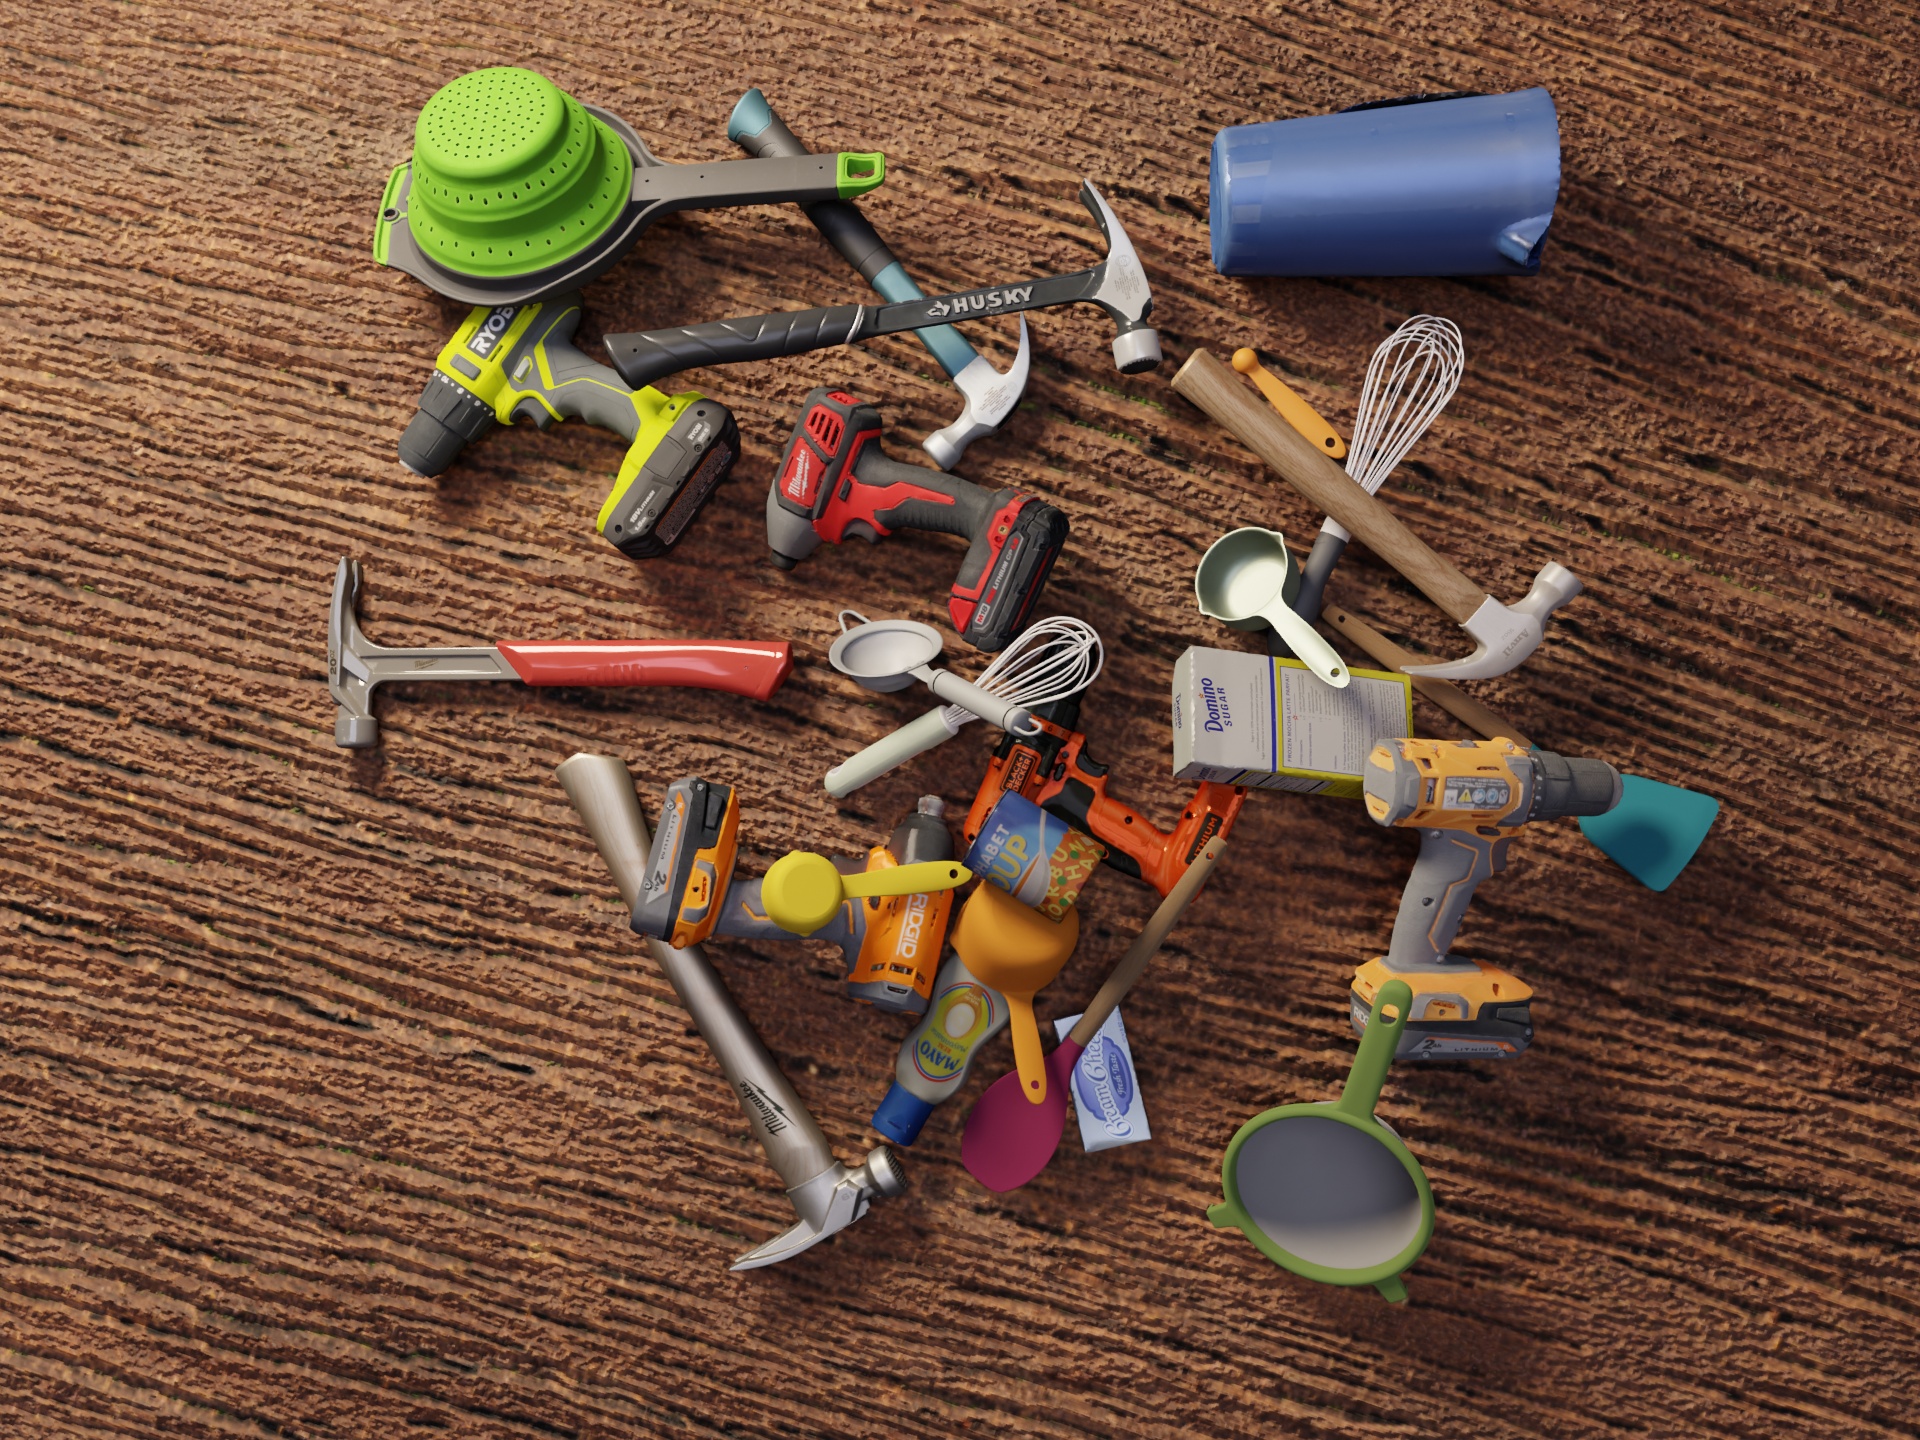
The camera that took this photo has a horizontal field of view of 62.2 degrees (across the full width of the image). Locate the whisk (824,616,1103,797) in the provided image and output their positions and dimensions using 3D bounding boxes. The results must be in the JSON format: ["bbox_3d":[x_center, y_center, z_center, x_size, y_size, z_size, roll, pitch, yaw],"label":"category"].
[{"bbox_3d":[-0.002,-0.004,1.183,0.246,0.058,0.059,-30,104,21],"label":"whisk"}]

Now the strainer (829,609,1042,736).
[{"bbox_3d":[-0.019,-0.027,1.147,0.087,0.259,0.050,-24,118,-25],"label":"strainer"}]

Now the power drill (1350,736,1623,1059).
[{"bbox_3d":[0.376,0.124,1.143,0.185,0.084,0.226,1,100,-11],"label":"power drill"}]

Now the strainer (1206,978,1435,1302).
[{"bbox_3d":[0.280,0.283,1.137,0.151,0.069,0.256,19,116,17],"label":"strainer"}]

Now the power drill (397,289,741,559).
[{"bbox_3d":[-0.304,-0.225,1.224,0.228,0.080,0.190,35,87,7],"label":"power drill"}]

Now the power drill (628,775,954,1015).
[{"bbox_3d":[-0.115,0.113,1.177,0.226,0.084,0.164,16,75,-9],"label":"power drill"}]

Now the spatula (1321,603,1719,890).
[{"bbox_3d":[0.407,0.005,1.192,0.317,0.044,0.082,36,86,5],"label":"spatula"}]

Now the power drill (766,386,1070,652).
[{"bbox_3d":[-0.042,-0.144,1.200,0.220,0.078,0.143,28,108,9],"label":"power drill"}]

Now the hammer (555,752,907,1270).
[{"bbox_3d":[-0.204,0.212,1.212,0.146,0.038,0.411,-31,85,2],"label":"hammer"}]

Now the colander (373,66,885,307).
[{"bbox_3d":[-0.257,-0.421,1.184,0.397,0.094,0.205,-3,62,5],"label":"colander"}]

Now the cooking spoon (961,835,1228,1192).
[{"bbox_3d":[0.101,0.216,1.172,0.069,0.017,0.319,37,101,16],"label":"cooking spoon"}]

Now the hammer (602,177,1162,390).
[{"bbox_3d":[-0.060,-0.304,1.187,0.409,0.036,0.149,-10,84,-6],"label":"hammer"}]

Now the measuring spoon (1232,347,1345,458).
[{"bbox_3d":[0.255,-0.246,1.230,0.021,0.011,0.117,-44,86,0],"label":"measuring spoon"}]

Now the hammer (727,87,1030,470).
[{"bbox_3d":[-0.069,-0.359,1.241,0.128,0.033,0.331,-40,86,1],"label":"hammer"}]

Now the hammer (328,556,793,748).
[{"bbox_3d":[-0.310,-0.054,1.233,0.359,0.036,0.149,0,87,3],"label":"hammer"}]

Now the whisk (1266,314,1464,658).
[{"bbox_3d":[0.300,-0.175,1.205,0.070,0.070,0.284,26,93,4],"label":"whisk"}]

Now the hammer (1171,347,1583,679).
[{"bbox_3d":[0.289,-0.152,1.167,0.331,0.031,0.130,39,97,-2],"label":"hammer"}]

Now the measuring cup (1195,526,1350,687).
[{"bbox_3d":[0.239,-0.074,1.170,0.083,0.038,0.168,-45,52,13],"label":"measuring cup"}]

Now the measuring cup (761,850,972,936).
[{"bbox_3d":[-0.063,0.116,1.135,0.156,0.029,0.062,-6,81,-16],"label":"measuring cup"}]

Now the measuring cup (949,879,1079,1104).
[{"bbox_3d":[0.049,0.188,1.154,0.095,0.052,0.174,2,56,-17],"label":"measuring cup"}]
